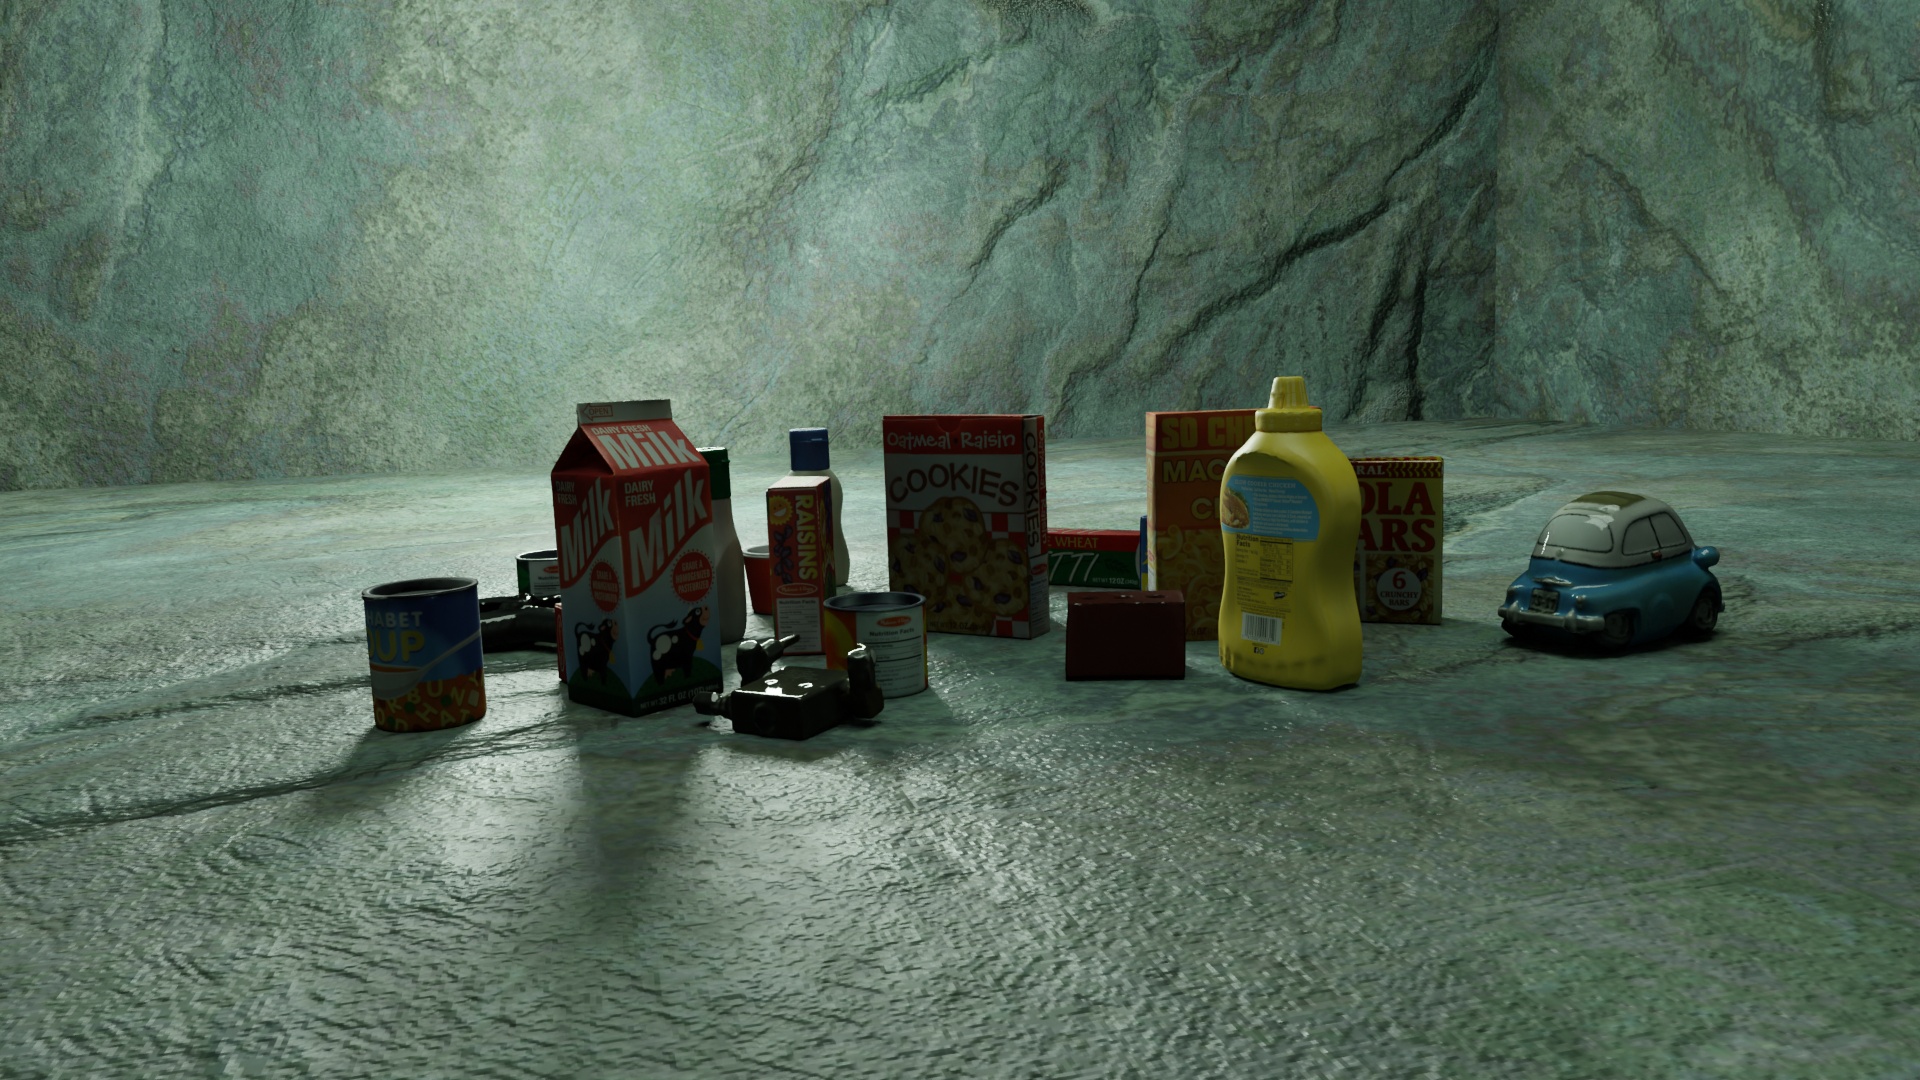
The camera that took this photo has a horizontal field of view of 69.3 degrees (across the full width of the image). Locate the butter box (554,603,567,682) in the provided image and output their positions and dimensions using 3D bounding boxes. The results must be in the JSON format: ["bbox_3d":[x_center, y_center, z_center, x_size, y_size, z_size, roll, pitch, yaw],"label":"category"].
[{"bbox_3d":[-0.228,0.065,0.966,0.104,0.053,0.024,-7,9,-35],"label":"butter box"}]

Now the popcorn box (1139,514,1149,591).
[{"bbox_3d":[0.183,0.015,1.113,0.038,0.085,0.127,2,8,28],"label":"popcorn box"}]

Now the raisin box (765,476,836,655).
[{"bbox_3d":[-0.117,0.017,1.034,0.040,0.123,0.086,-2,7,3],"label":"raisin box"}]

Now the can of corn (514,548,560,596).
[{"bbox_3d":[-0.337,0.039,1.165,0.071,0.058,0.071,-2,7,0],"label":"can of corn"}]

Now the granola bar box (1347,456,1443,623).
[{"bbox_3d":[0.285,-0.002,1.070,0.165,0.124,0.039,1,8,21],"label":"granola bar box"}]

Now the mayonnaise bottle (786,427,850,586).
[{"bbox_3d":[-0.138,-0.030,1.293,0.065,0.147,0.041,-6,8,-29],"label":"mayonnaise bottle"}]

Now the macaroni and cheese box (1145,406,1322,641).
[{"bbox_3d":[0.199,-0.013,1.014,0.124,0.166,0.040,-2,7,-3],"label":"macaroni and cheese box"}]

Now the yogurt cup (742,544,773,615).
[{"bbox_3d":[-0.151,0.033,1.183,0.072,0.054,0.072,-2,7,0],"label":"yogurt cup"}]

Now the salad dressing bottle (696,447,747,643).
[{"bbox_3d":[-0.191,0.003,1.059,0.044,0.147,0.064,0,7,18],"label":"salad dressing bottle"}]

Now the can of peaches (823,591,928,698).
[{"bbox_3d":[-0.055,0.066,0.894,0.071,0.058,0.071,-2,7,0],"label":"can of peaches"}]

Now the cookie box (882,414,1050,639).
[{"bbox_3d":[0.004,-0.013,1.061,0.123,0.167,0.040,2,8,29],"label":"cookie box"}]

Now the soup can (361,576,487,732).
[{"bbox_3d":[-0.328,0.069,0.847,0.071,0.083,0.071,-2,7,0],"label":"soup can"}]

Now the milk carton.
[{"bbox_3d":[-0.205,0.007,0.875,0.073,0.190,0.072,4,9,41],"label":"milk carton"}]

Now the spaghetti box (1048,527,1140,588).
[{"bbox_3d":[0.100,0.015,1.268,0.250,0.050,0.029,2,8,27],"label":"spaghetti box"}]
